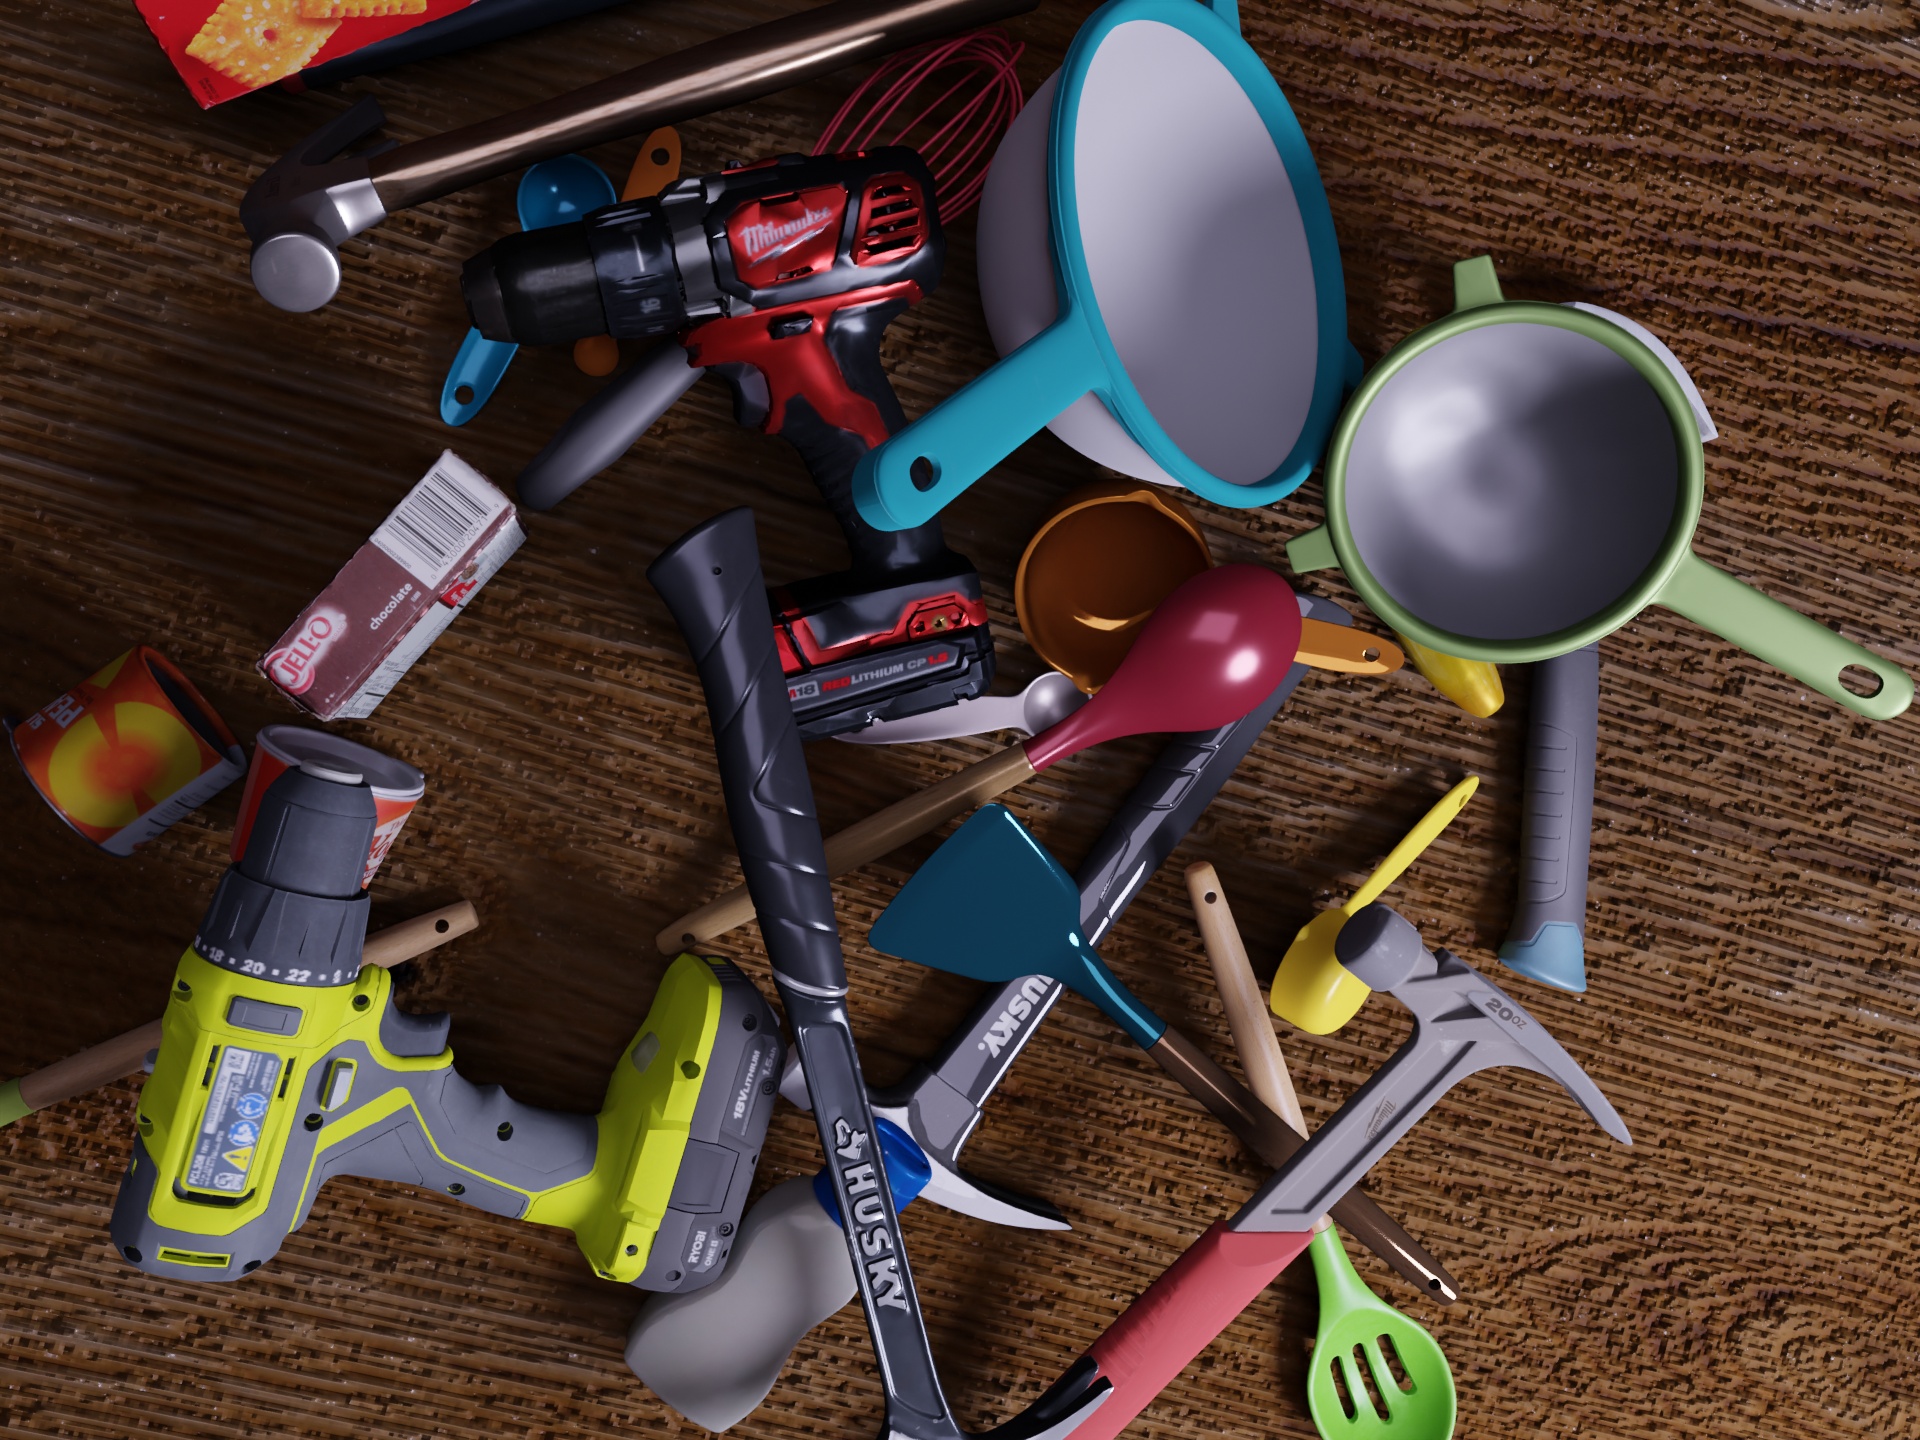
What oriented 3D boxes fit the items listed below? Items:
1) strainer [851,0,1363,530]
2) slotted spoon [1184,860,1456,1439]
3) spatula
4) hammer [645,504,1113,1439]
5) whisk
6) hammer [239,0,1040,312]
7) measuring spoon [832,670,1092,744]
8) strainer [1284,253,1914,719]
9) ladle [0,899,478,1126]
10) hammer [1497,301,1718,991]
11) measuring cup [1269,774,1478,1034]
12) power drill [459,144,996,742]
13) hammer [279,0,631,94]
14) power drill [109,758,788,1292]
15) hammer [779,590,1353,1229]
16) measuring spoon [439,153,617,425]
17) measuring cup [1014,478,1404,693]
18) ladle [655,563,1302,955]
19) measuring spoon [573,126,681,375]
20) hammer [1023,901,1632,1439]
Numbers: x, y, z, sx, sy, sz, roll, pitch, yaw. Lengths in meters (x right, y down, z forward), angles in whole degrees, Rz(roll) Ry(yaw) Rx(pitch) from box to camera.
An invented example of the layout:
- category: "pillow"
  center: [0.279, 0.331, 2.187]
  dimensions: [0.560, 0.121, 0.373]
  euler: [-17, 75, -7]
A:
- category: "strainer"
  center: [0.039, -0.155, 0.638]
  dimensions: [0.340, 0.095, 0.210]
  euler: [-44, 117, -40]
- category: "slotted spoon"
  center: [0.158, 0.209, 0.733]
  dimensions: [0.070, 0.031, 0.313]
  euler: [-21, 100, -7]
- category: "spatula"
  center: [0.103, 0.159, 0.691]
  dimensions: [0.317, 0.044, 0.082]
  euler: [41, 99, -6]
- category: "hammer"
  center: [-0.049, 0.119, 0.620]
  dimensions: [0.149, 0.036, 0.409]
  euler: [-14, 96, -13]
- category: "whisk"
  center: [-0.080, -0.194, 0.690]
  dimensions: [0.296, 0.073, 0.073]
  euler: [-43, 98, -3]
- category: "hammer"
  center: [-0.125, -0.253, 0.643]
  dimensions: [0.331, 0.130, 0.031]
  euler: [-22, 131, -8]
- category: "measuring spoon"
  center: [-0.001, -0.002, 0.728]
  dimensions: [0.124, 0.018, 0.034]
  euler: [-4, 91, -4]
- category: "strainer"
  center: [0.281, -0.078, 0.683]
  dimensions: [0.256, 0.069, 0.151]
  euler: [31, 110, 6]
- category: "ladle"
  center: [-0.351, 0.142, 0.638]
  dimensions: [0.320, 0.062, 0.078]
  euler: [-22, 94, -13]
- category: "hammer"
  center: [0.293, -0.035, 0.772]
  dimensions: [0.128, 0.033, 0.331]
  euler: [4, 89, -10]
- category: "measuring cup"
  center: [0.204, 0.085, 0.746]
  dimensions: [0.156, 0.062, 0.029]
  euler: [-44, 53, -16]
- category: "power drill"
  center: [-0.085, -0.107, 0.648]
  dimensions: [0.188, 0.080, 0.226]
  euler: [-14, 107, -10]
- category: "hammer"
  center: [-0.103, -0.328, 0.694]
  dimensions: [0.386, 0.038, 0.143]
  euler: [-21, 95, -10]
- category: "power drill"
  center: [-0.192, 0.130, 0.629]
  dimensions: [0.228, 0.080, 0.190]
  euler: [17, 90, -23]
- category: "hammer"
  center: [0.073, 0.076, 0.729]
  dimensions: [0.146, 0.035, 0.335]
  euler: [39, 83, -8]
- category: "measuring spoon"
  center: [-0.191, -0.185, 0.691]
  dimensions: [0.042, 0.021, 0.128]
  euler: [29, 94, -10]
- category: "measuring cup"
  center: [0.110, -0.054, 0.709]
  dimensions: [0.173, 0.052, 0.095]
  euler: [13, 113, -2]
- category: "ladle"
  center: [0.006, 0.026, 0.683]
  dimensions: [0.315, 0.031, 0.069]
  euler: [-28, 115, 7]
- category: "measuring spoon"
  center: [-0.145, -0.208, 0.698]
  dimensions: [0.021, 0.011, 0.117]
  euler: [18, 87, -10]
- category: "hammer"
  center: [0.113, 0.250, 0.686]
  dimensions: [0.149, 0.037, 0.359]
  euler: [40, 99, -11]
